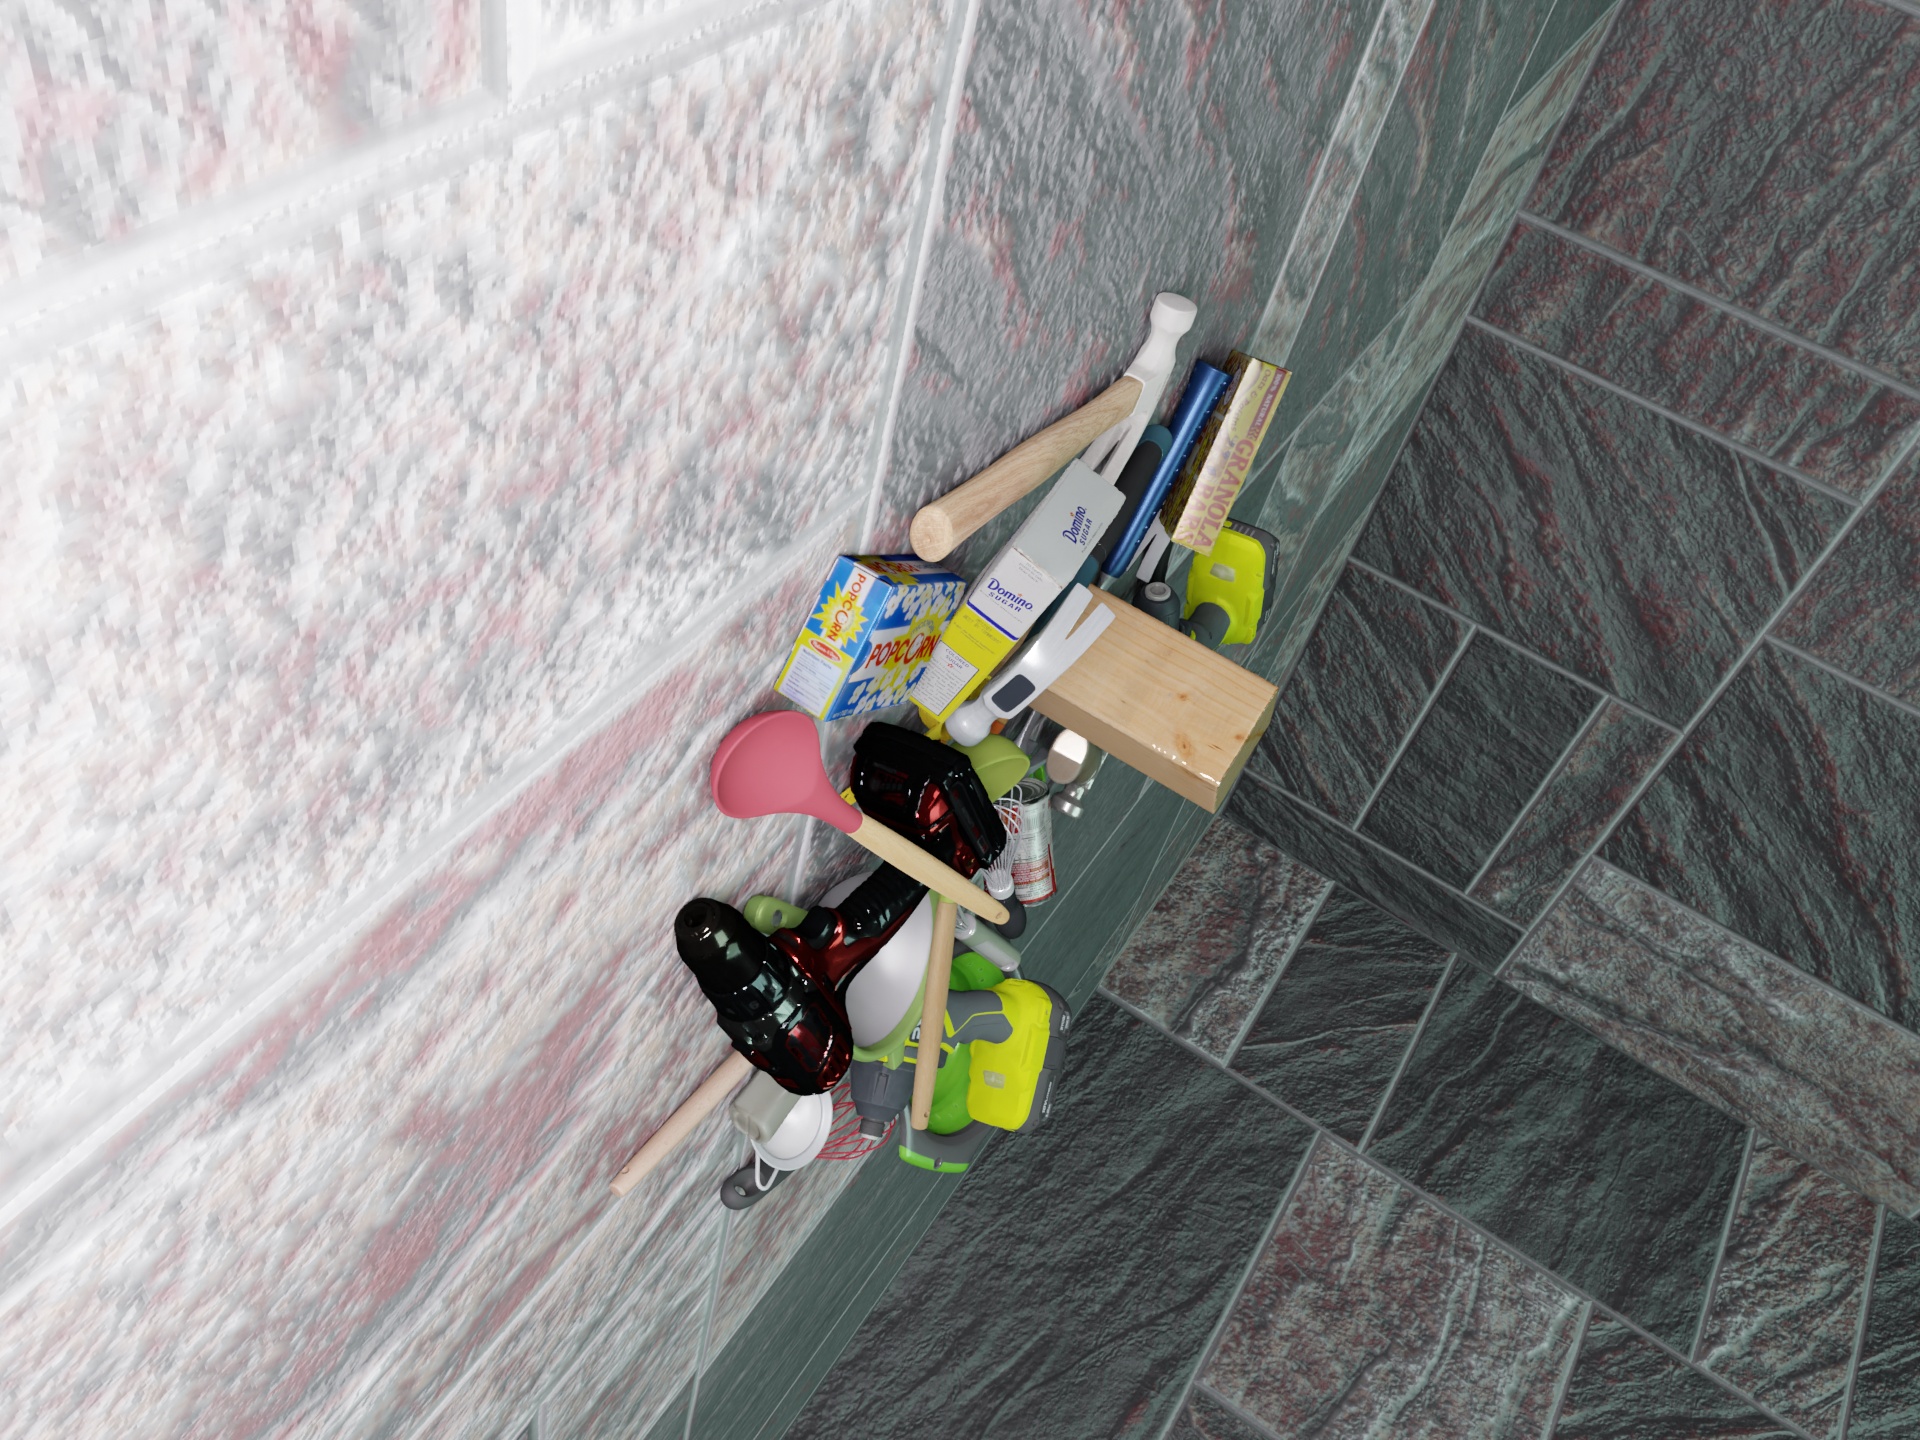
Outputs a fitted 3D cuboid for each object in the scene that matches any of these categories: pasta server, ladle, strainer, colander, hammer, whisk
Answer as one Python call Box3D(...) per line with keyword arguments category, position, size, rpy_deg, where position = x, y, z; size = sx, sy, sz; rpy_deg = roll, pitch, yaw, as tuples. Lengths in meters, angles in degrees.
Box3D(category="pasta server", position=(-0.144, 0.243, 1.181), size=(0.316, 0.060, 0.040), rpy_deg=(-43, 123, -41))
Box3D(category="ladle", position=(-0.048, 0.069, 0.945), size=(0.069, 0.031, 0.315), rpy_deg=(-50, 141, 0))
Box3D(category="strainer", position=(-0.114, 0.273, 1.344), size=(0.086, 0.050, 0.258), rpy_deg=(44, 65, -31))
Box3D(category="colander", position=(-0.006, 0.220, 1.518), size=(0.204, 0.094, 0.397), rpy_deg=(32, 69, -49))
Box3D(category="hammer", position=(0.062, -0.177, 1.038), size=(0.331, 0.031, 0.130), rpy_deg=(-42, 158, -48))
Box3D(category="whisk", position=(0.000, 0.178, 1.392), size=(0.058, 0.059, 0.246), rpy_deg=(-22, 149, 16))
Box3D(category="hammer", position=(0.090, -0.116, 1.141), size=(0.128, 0.033, 0.331), rpy_deg=(-38, -164, 44))
Box3D(category="ladle", position=(-0.004, 0.162, 1.174), size=(0.078, 0.062, 0.320), rpy_deg=(-7, 110, -44))
Box3D(category="strainer", position=(-0.097, 0.155, 1.134), size=(0.256, 0.069, 0.151), rpy_deg=(35, 70, -58))
Box3D(category="hammer", position=(0.122, 0.025, 1.548), size=(0.146, 0.038, 0.410), rpy_deg=(-64, 173, 0))
Box3D(category="hammer", position=(0.124, -0.117, 1.368), size=(0.405, 0.035, 0.144), rpy_deg=(-63, 165, 15))
Box3D(category="hammer", position=(0.190, -0.114, 1.606), size=(0.127, 0.034, 0.336), rpy_deg=(-54, 165, -21))
Box3D(category="whisk", position=(0.028, 0.122, 1.310), size=(0.070, 0.070, 0.284), rpy_deg=(-54, 157, -20))
Box3D(category="whisk", position=(-0.138, 0.396, 1.483), size=(0.073, 0.073, 0.295), rpy_deg=(-63, 160, 15))

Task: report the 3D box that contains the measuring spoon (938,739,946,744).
Box3D(category="measuring spoon", position=(-0.002, -0.004, 1.214), size=(0.021, 0.011, 0.116), rpy_deg=(-41, 158, -51))

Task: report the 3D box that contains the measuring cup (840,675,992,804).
Box3D(category="measuring cup", position=(-0.039, 0.011, 1.110), size=(0.156, 0.029, 0.062), rpy_deg=(-38, 156, -28))

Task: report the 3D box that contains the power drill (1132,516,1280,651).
Box3D(category="power drill", position=(0.217, -0.094, 1.498), size=(0.228, 0.080, 0.190), rpy_deg=(-48, 151, -37))

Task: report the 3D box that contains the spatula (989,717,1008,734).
Box3D(category="spatula", position=(0.050, -0.017, 1.306), size=(0.322, 0.041, 0.081), rpy_deg=(-61, 154, 1))

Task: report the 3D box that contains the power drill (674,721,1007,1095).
Box3D(category="power drill", position=(-0.079, 0.109, 1.006), size=(0.227, 0.080, 0.187), rpy_deg=(-54, 142, -22))

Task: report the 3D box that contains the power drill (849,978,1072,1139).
Box3D(category="power drill", position=(-0.006, 0.287, 1.391), size=(0.223, 0.080, 0.171), rpy_deg=(25, 74, -47))
